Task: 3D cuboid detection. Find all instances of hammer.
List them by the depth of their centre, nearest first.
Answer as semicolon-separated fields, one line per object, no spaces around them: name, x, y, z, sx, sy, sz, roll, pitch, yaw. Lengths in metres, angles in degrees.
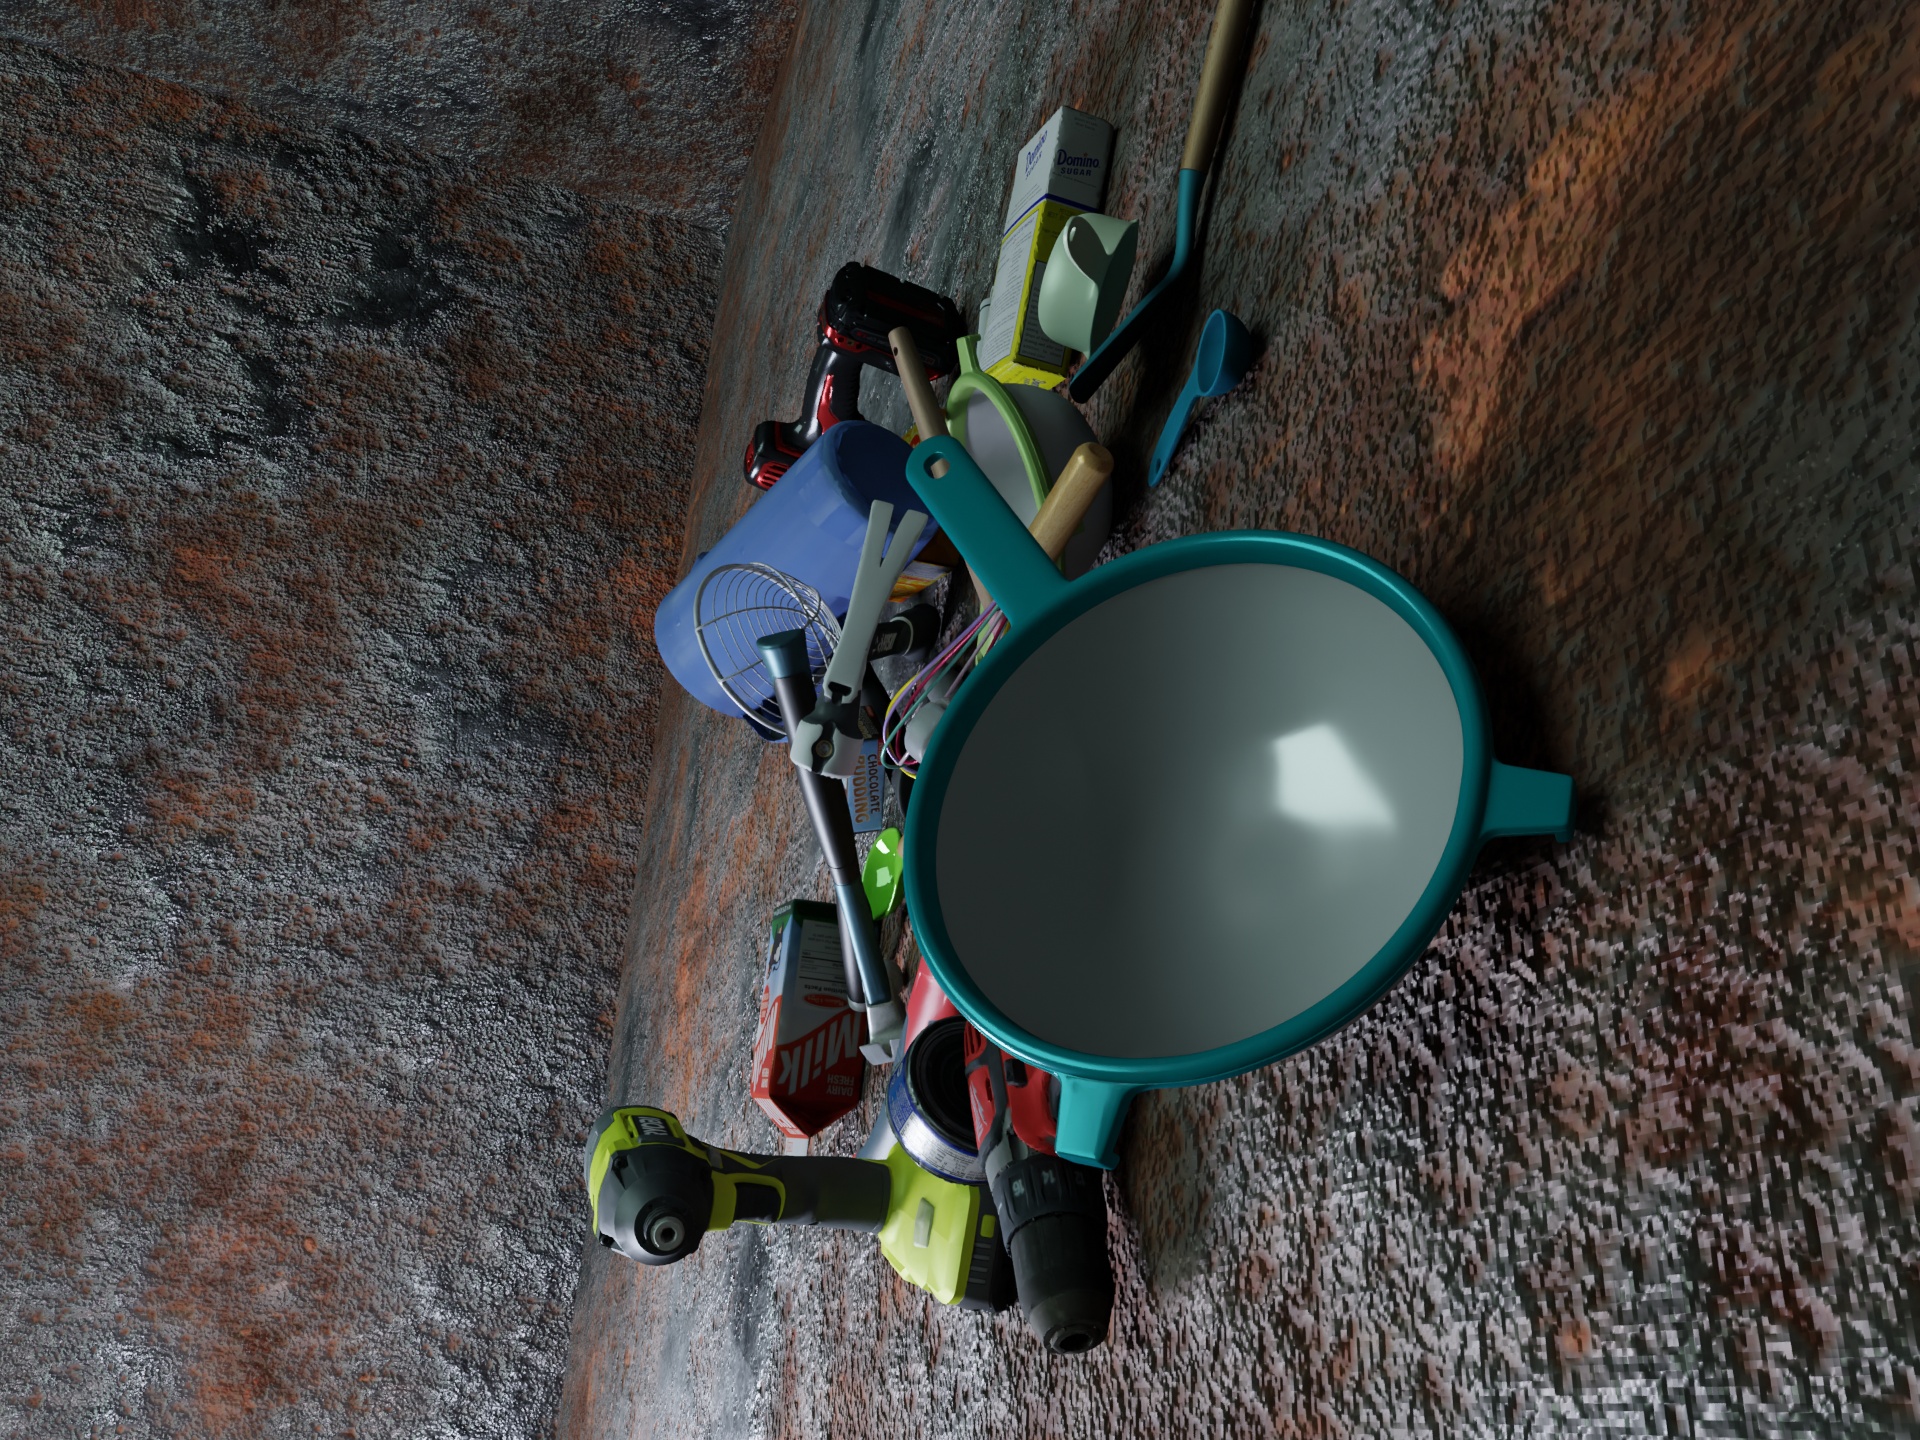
hammer;-0.004;0.176;0.926;0.143;0.038;0.386;39;133;30
hammer;-0.078;0.086;1.027;0.128;0.033;0.330;-106;3;-60
hammer;-0.042;-0.059;1.033;0.409;0.036;0.149;-54;-19;-84
hammer;-0.074;-0.019;1.280;0.335;0.035;0.146;-118;28;-55

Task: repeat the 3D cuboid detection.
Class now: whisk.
whisk;0.014;-0.053;0.856;0.244;0.051;0.047;-58;44;38
whisk;-0.002;-0.002;1.068;0.239;0.055;0.055;-118;42;-72

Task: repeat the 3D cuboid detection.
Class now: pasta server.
pasta server;0.007;-0.086;0.916;0.060;0.040;0.316;-34;71;52

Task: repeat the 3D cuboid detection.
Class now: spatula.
spatula;0.122;-0.324;0.859;0.082;0.044;0.317;-23;-52;-78

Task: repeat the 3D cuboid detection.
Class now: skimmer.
skimmer;-0.113;0.061;1.116;0.127;0.090;0.363;-64;-24;-52

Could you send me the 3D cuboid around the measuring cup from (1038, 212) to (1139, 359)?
measuring cup;0.059;-0.248;0.858;0.167;0.038;0.083;-6;-64;-76

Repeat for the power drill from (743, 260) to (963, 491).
power drill;-0.087;-0.271;1.376;0.219;0.143;0.079;-56;26;39

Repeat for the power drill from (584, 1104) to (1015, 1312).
power drill;-0.086;0.262;0.860;0.171;0.223;0.080;175;105;-73

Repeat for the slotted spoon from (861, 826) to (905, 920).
slotted spoon;-0.031;0.084;1.072;0.313;0.031;0.070;126;150;-71

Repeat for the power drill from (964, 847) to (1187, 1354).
power drill;0.061;0.150;0.714;0.188;0.080;0.226;-100;23;-50

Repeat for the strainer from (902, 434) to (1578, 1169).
strainer;0.067;0.003;0.614;0.211;0.095;0.341;-38;46;6

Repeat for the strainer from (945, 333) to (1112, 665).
strainer;0.046;-0.105;0.964;0.256;0.069;0.152;95;153;-58

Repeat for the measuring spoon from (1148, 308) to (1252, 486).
measuring spoon;0.123;-0.159;0.814;0.128;0.021;0.042;112;161;-61

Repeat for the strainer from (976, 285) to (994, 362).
strainer;0.016;-0.225;1.165;0.086;0.050;0.259;100;175;-58
